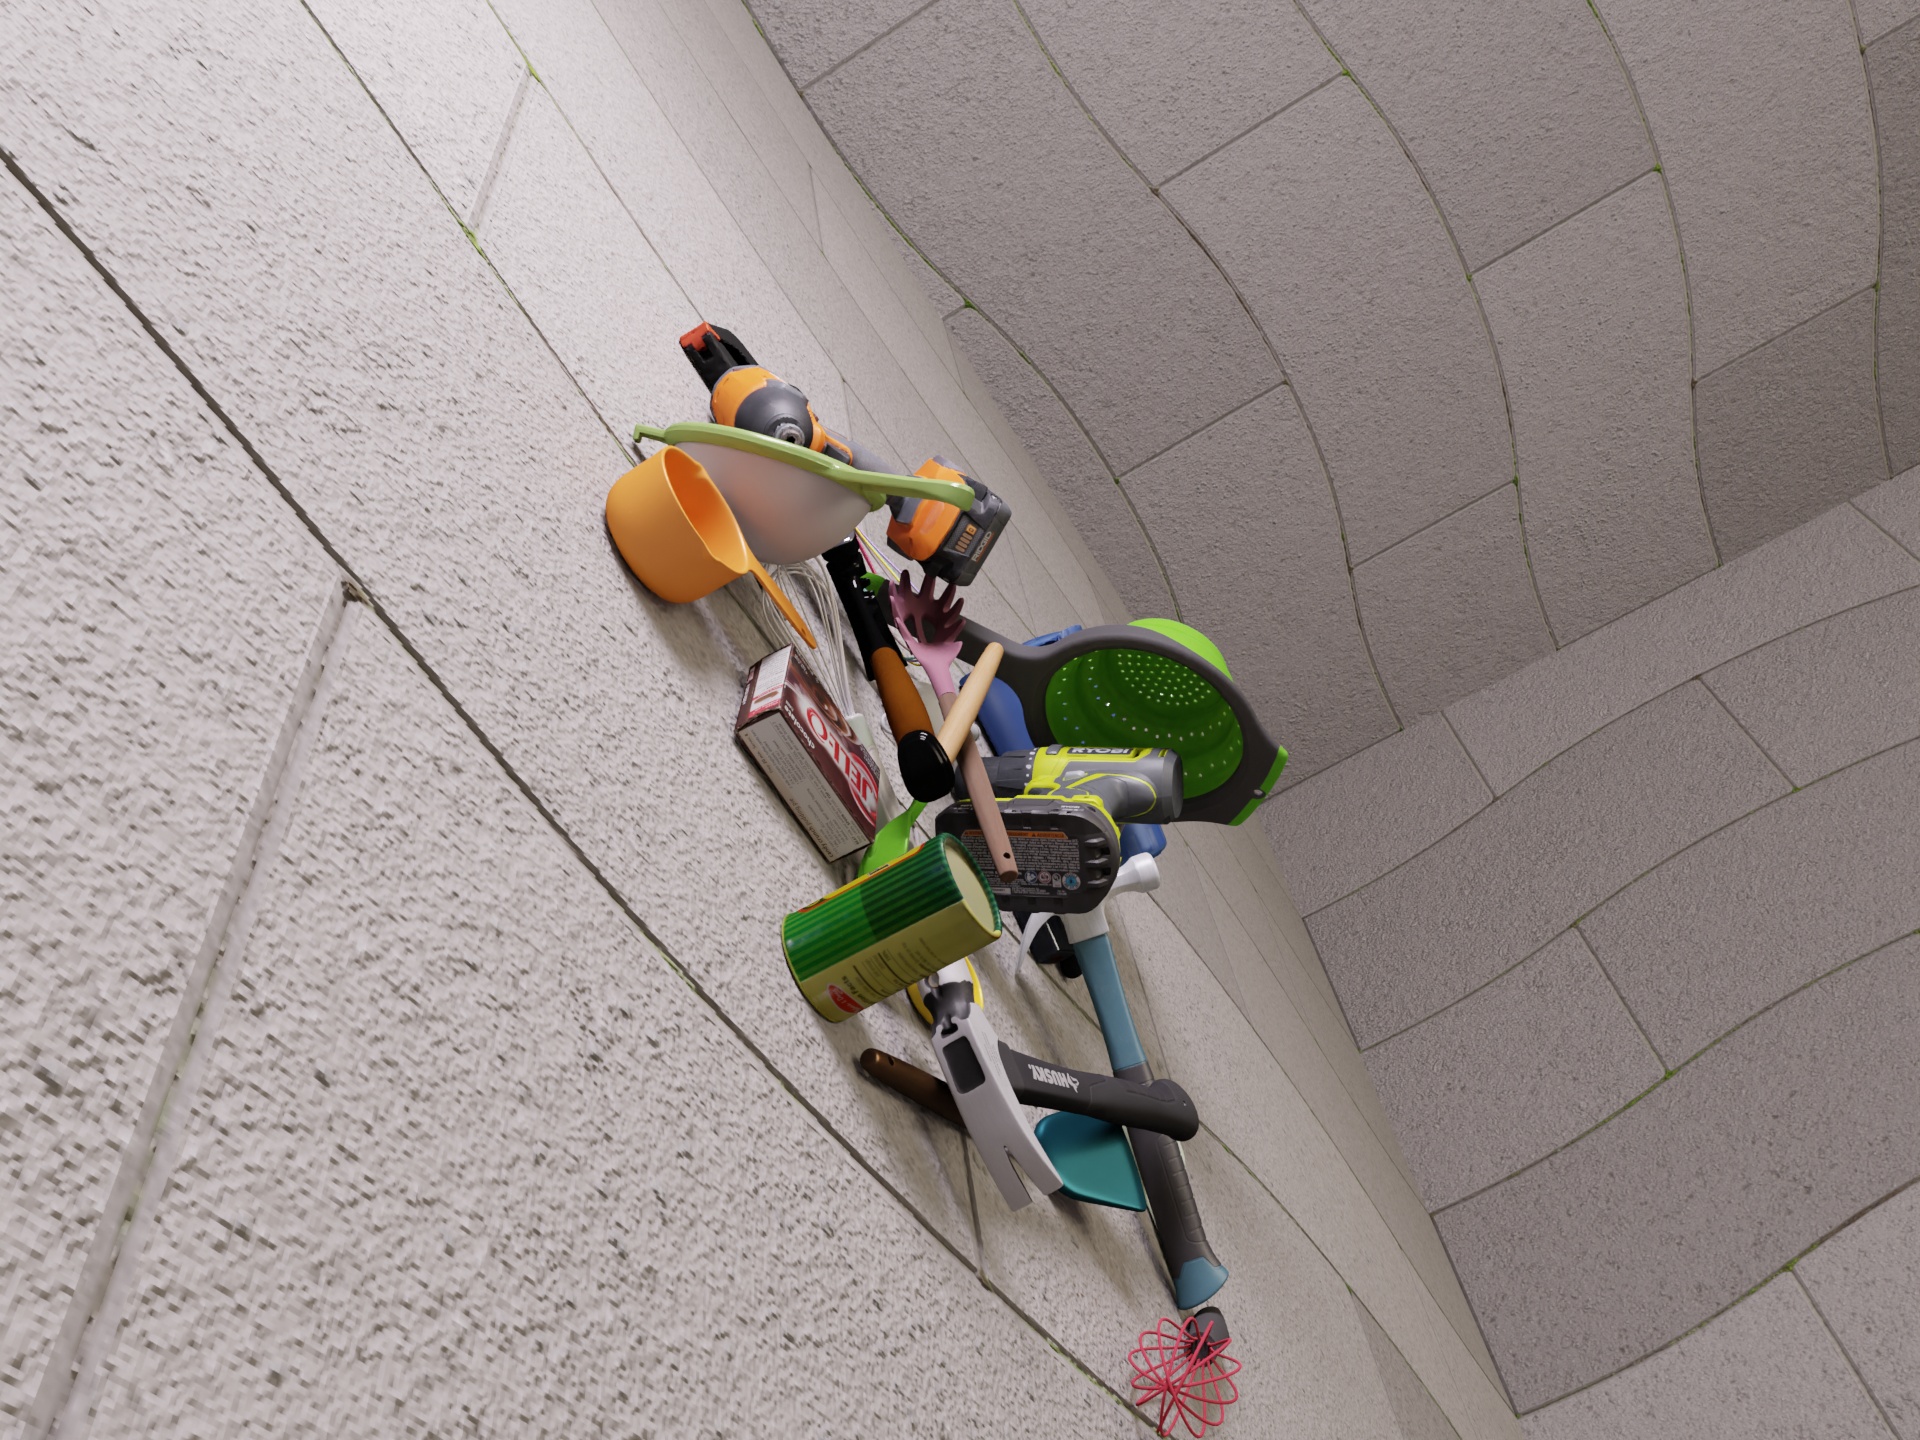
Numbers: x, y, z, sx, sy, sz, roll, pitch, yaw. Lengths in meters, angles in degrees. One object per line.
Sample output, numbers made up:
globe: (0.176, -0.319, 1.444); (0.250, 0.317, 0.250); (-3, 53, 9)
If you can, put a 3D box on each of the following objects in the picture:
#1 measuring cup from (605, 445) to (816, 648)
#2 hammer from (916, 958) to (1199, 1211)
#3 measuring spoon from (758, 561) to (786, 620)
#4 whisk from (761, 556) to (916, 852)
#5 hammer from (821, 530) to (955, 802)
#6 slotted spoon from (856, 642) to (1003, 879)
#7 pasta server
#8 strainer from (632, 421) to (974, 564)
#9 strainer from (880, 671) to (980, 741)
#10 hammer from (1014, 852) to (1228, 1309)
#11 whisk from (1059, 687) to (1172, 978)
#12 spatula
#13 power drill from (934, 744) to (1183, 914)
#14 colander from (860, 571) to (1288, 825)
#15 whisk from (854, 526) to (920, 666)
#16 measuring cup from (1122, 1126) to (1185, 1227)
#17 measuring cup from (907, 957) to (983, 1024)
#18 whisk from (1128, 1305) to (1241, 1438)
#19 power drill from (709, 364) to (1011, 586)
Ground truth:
measuring cup: (-0.152, -0.089, 0.977); (0.173, 0.052, 0.095); (52, 15, -42)
hammer: (0.083, 0.247, 1.032); (0.334, 0.035, 0.146); (31, 31, -56)
measuring spoon: (-0.148, -0.129, 1.154); (0.124, 0.018, 0.034); (65, 13, 12)
whisk: (-0.080, -0.007, 1.094); (0.057, 0.059, 0.246); (-12, 77, -57)
hammer: (-0.048, -0.026, 1.110); (0.337, 0.034, 0.127); (-115, -176, -63)
slotted spoon: (-0.015, 0.028, 1.087); (0.031, 0.070, 0.314); (25, 36, 1)
pasta server: (-0.002, -0.004, 1.177); (0.317, 0.060, 0.040); (-109, -154, -46)
strainer: (-0.092, -0.130, 1.012); (0.256, 0.069, 0.151); (15, -3, 44)
strainer: (-0.012, 0.004, 1.361); (0.258, 0.050, 0.087); (14, 64, -78)
hammer: (0.134, 0.276, 1.208); (0.033, 0.128, 0.331); (98, -25, -79)
whisk: (0.132, 0.091, 1.408); (0.070, 0.070, 0.285); (44, 58, -54)
spatula: (0.029, 0.244, 0.981); (0.317, 0.044, 0.082); (43, 24, -52)
power drill: (0.062, 0.072, 1.240); (0.228, 0.190, 0.080); (-40, 128, -67)
colander: (0.089, -0.054, 1.342); (0.397, 0.204, 0.095); (26, 47, 2)
whisk: (-0.091, -0.151, 1.402); (0.245, 0.051, 0.047); (60, -13, 14)
measuring cup: (0.165, 0.372, 1.246); (0.083, 0.038, 0.168); (45, 18, -52)
measuring cup: (-0.040, 0.150, 0.971); (0.156, 0.029, 0.062); (33, 32, -48)
whisk: (0.161, 0.429, 1.079); (0.073, 0.073, 0.295); (65, 7, 18)
power drill: (-0.077, -0.189, 1.215); (0.226, 0.084, 0.164); (27, 10, -25)
